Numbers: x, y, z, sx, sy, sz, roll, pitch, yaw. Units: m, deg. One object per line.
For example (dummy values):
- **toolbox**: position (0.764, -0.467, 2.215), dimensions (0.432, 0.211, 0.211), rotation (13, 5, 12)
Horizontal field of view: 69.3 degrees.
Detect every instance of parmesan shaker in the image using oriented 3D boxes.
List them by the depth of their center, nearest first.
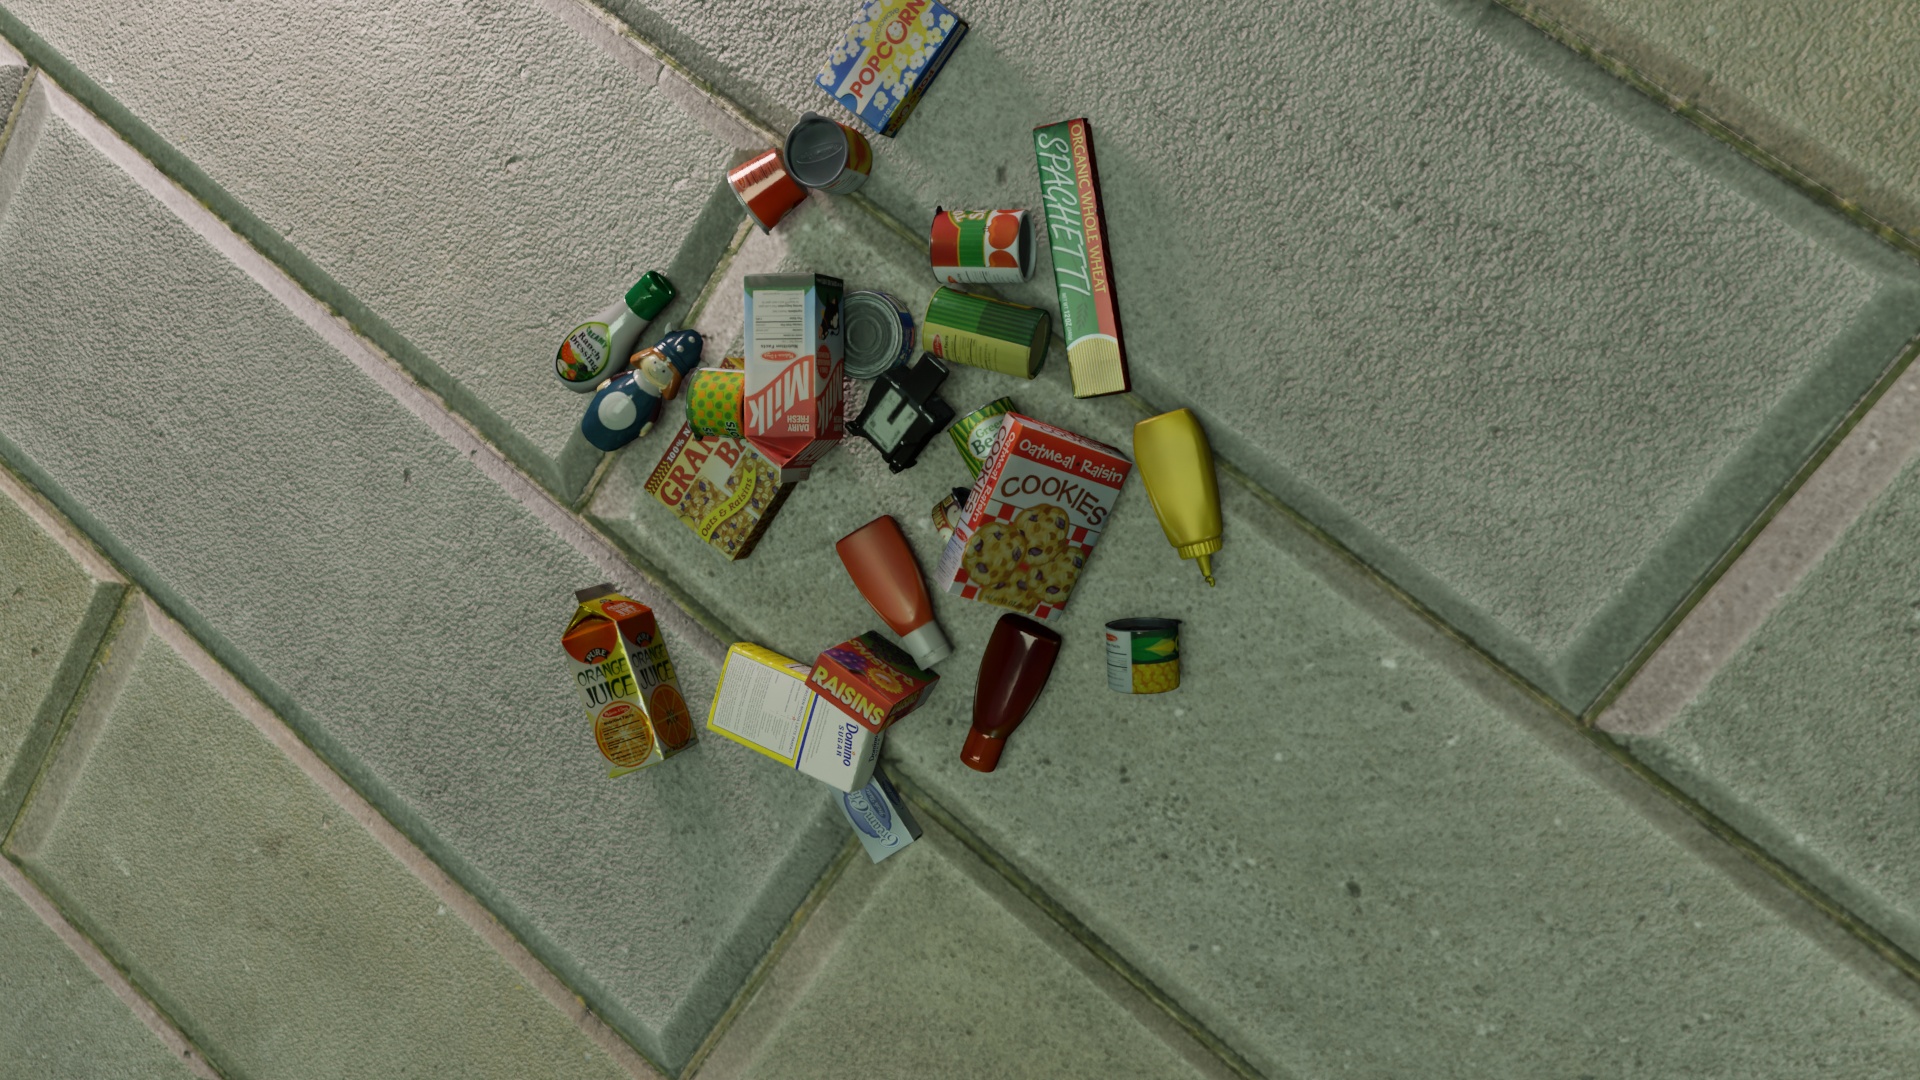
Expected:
- **parmesan shaker**: position (0.025, -0.188, 1.272), dimensions (0.103, 0.071, 0.071), rotation (15, 101, 16)

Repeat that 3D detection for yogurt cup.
- **yogurt cup**: position (-0.182, -0.337, 1.326), dimensions (0.054, 0.072, 0.072), rotation (-32, 85, 11)

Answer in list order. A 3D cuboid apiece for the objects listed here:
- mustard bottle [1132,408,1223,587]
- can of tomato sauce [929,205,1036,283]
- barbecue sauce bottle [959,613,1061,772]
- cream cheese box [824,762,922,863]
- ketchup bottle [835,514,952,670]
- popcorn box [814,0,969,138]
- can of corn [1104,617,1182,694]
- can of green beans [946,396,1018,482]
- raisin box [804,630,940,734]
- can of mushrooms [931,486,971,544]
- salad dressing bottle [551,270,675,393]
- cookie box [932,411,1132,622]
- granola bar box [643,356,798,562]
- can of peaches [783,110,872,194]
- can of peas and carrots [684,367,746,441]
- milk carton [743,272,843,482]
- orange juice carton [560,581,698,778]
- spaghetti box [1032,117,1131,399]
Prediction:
- **mustard bottle**: position (0.200, -0.035, 1.236), dimensions (0.065, 0.049, 0.160), rotation (-15, 92, 20)
- **can of tomato sauce**: position (0.021, -0.269, 1.262), dimensions (0.083, 0.071, 0.071), rotation (3, 97, 18)
- **barbecue sauce bottle**: position (0.041, 0.147, 1.312), dimensions (0.065, 0.044, 0.148), rotation (25, 104, 15)
- **cream cheese box**: position (-0.088, 0.263, 1.378), dimensions (0.053, 0.024, 0.104), rotation (-36, 84, 20)
- **ketchup bottle**: position (-0.059, 0.052, 1.335), dimensions (0.064, 0.043, 0.149), rotation (-30, 86, 7)
- **popcorn box**: position (-0.064, -0.451, 1.286), dimensions (0.085, 0.038, 0.126), rotation (41, 106, 9)
- **can of corn**: position (0.167, 0.103, 1.254), dimensions (0.071, 0.071, 0.058), rotation (-1, 97, 19)
- **can of green beans**: position (0.030, -0.092, 1.278), dimensions (0.071, 0.071, 0.058), rotation (-30, 86, 19)
- **raisin box**: position (-0.081, 0.131, 1.309), dimensions (0.086, 0.123, 0.040), rotation (34, 106, 13)
- **can of mushrooms**: position (0.005, -0.016, 1.293), dimensions (0.033, 0.071, 0.071), rotation (-37, 84, 21)
- **salad dressing bottle**: position (-0.350, -0.212, 1.406), dimensions (0.147, 0.044, 0.064), rotation (-40, 82, 18)
- **cookie box**: position (0.065, -0.020, 1.251), dimensions (0.123, 0.040, 0.167), rotation (16, 105, -29)
- **granola bar box**: position (-0.223, -0.080, 1.379), dimensions (0.124, 0.039, 0.165), rotation (39, 106, 11)
- **can of peaches**: position (-0.124, -0.363, 1.305), dimensions (0.071, 0.058, 0.071), rotation (2, 96, 19)
- **can of peas and carrots**: position (-0.220, -0.127, 1.316), dimensions (0.059, 0.071, 0.071), rotation (5, 98, 18)
- **milk carton**: position (-0.154, -0.150, 1.292), dimensions (0.073, 0.072, 0.190), rotation (2, 94, 17)
- **orange juice carton**: position (-0.346, 0.137, 1.427), dimensions (0.073, 0.072, 0.192), rotation (-20, 90, 20)
- **spaghetti box**: position (0.109, -0.254, 1.254), dimensions (0.050, 0.029, 0.249), rotation (-8, 93, 19)
